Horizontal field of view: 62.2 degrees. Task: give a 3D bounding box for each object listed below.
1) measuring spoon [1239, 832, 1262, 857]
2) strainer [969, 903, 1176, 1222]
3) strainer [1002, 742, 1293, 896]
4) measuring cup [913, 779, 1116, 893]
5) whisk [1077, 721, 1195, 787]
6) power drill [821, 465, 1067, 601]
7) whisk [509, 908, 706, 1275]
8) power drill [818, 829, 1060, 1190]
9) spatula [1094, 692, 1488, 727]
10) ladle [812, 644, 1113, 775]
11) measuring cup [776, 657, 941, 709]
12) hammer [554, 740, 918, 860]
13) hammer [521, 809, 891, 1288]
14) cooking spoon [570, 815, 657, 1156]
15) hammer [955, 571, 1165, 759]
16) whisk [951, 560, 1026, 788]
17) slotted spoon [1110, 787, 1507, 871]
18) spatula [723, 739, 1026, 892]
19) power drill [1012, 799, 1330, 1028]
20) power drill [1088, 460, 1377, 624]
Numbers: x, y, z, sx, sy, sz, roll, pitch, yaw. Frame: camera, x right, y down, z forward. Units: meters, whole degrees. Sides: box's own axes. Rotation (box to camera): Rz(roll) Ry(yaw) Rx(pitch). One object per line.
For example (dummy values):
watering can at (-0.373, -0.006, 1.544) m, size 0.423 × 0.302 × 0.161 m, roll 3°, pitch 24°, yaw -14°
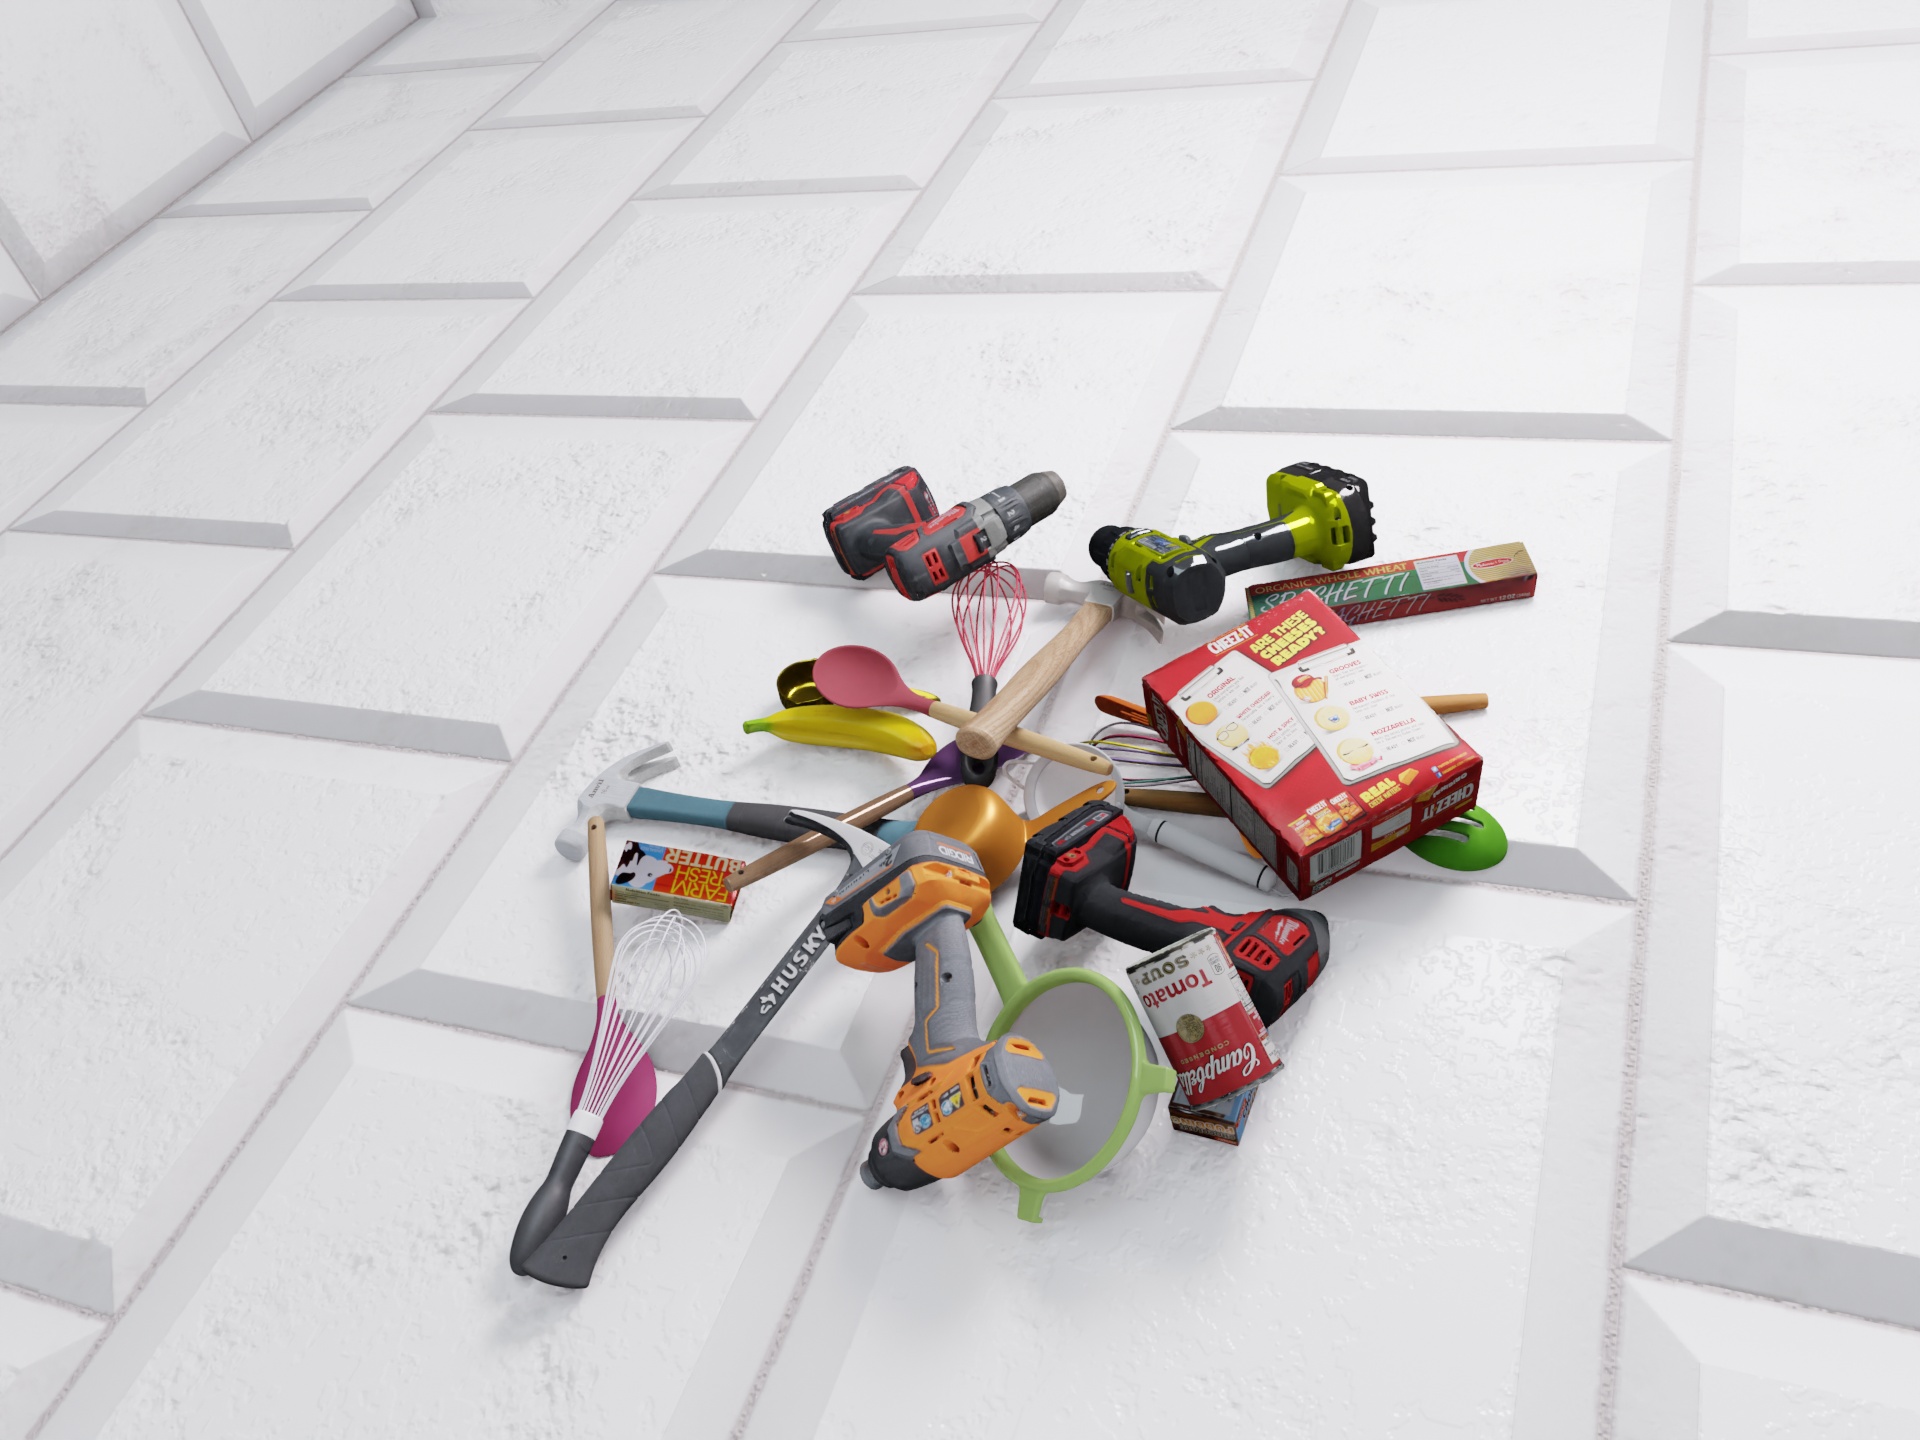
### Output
measuring spoon at (0.223, 0.059, 1.254) m, size 0.021 × 0.011 × 0.117 m, roll -9°, pitch 50°, yaw 1°
strainer at (0.067, 0.218, 1.124) m, size 0.151 × 0.069 × 0.257 m, roll -50°, pitch 39°, yaw 18°
strainer at (0.151, 0.086, 1.273) m, size 0.259 × 0.050 × 0.087 m, roll 24°, pitch 96°, yaw 28°
measuring cup at (0.039, 0.075, 1.266) m, size 0.173 × 0.052 × 0.095 m, roll -29°, pitch 37°, yaw 20°
whisk at (0.213, 0.038, 1.304) m, size 0.245 × 0.047 × 0.051 m, roll 6°, pitch 45°, yaw 18°
power drill at (-0.018, -0.192, 1.536) m, size 0.188 × 0.080 × 0.227 m, roll -32°, pitch 24°, yaw -17°
whisk at (-0.263, 0.268, 1.172) m, size 0.070 × 0.070 × 0.285 m, roll 8°, pitch 60°, yaw 24°
power drill at (-0.029, 0.211, 1.119) m, size 0.164 × 0.084 × 0.227 m, roll -40°, pitch 48°, yaw 27°
spatula at (0.275, -0.011, 1.332) m, size 0.322 × 0.081 × 0.041 m, roll -5°, pitch 80°, yaw 6°
ladle at (-0.002, -0.004, 1.346) m, size 0.316 × 0.031 × 0.069 m, roll 20°, pitch 56°, yaw 36°
measuring cup at (-0.094, -0.021, 1.479) m, size 0.156 × 0.029 × 0.062 m, roll 9°, pitch 47°, yaw 9°
hammer at (-0.186, 0.086, 1.381) m, size 0.331 × 0.033 × 0.128 m, roll 6°, pitch 48°, yaw 22°
hammer at (-0.175, 0.240, 1.176) m, size 0.149 × 0.036 × 0.409 m, roll 39°, pitch 64°, yaw 0°
cooking spoon at (-0.287, 0.203, 1.279) m, size 0.069 × 0.017 × 0.319 m, roll -15°, pitch 49°, yaw 0°
hammer at (0.082, -0.051, 1.372) m, size 0.130 × 0.031 × 0.331 m, roll 12°, pitch 30°, yaw 21°
whisk at (0.022, -0.046, 1.427) m, size 0.073 × 0.073 × 0.296 m, roll -7°, pitch 43°, yaw 10°
slotted spoon at (0.269, 0.075, 1.260) m, size 0.314 × 0.031 × 0.070 m, roll 5°, pitch 46°, yaw 23°
spatula at (-0.064, 0.069, 1.326) m, size 0.316 × 0.018 × 0.060 m, roll -27°, pitch 41°, yaw -33°
power drill at (0.161, 0.142, 1.169) m, size 0.220 × 0.078 × 0.143 m, roll 23°, pitch 29°, yaw 29°
power drill at (0.241, -0.165, 1.453) m, size 0.228 × 0.080 × 0.191 m, roll -19°, pitch 25°, yaw -14°
